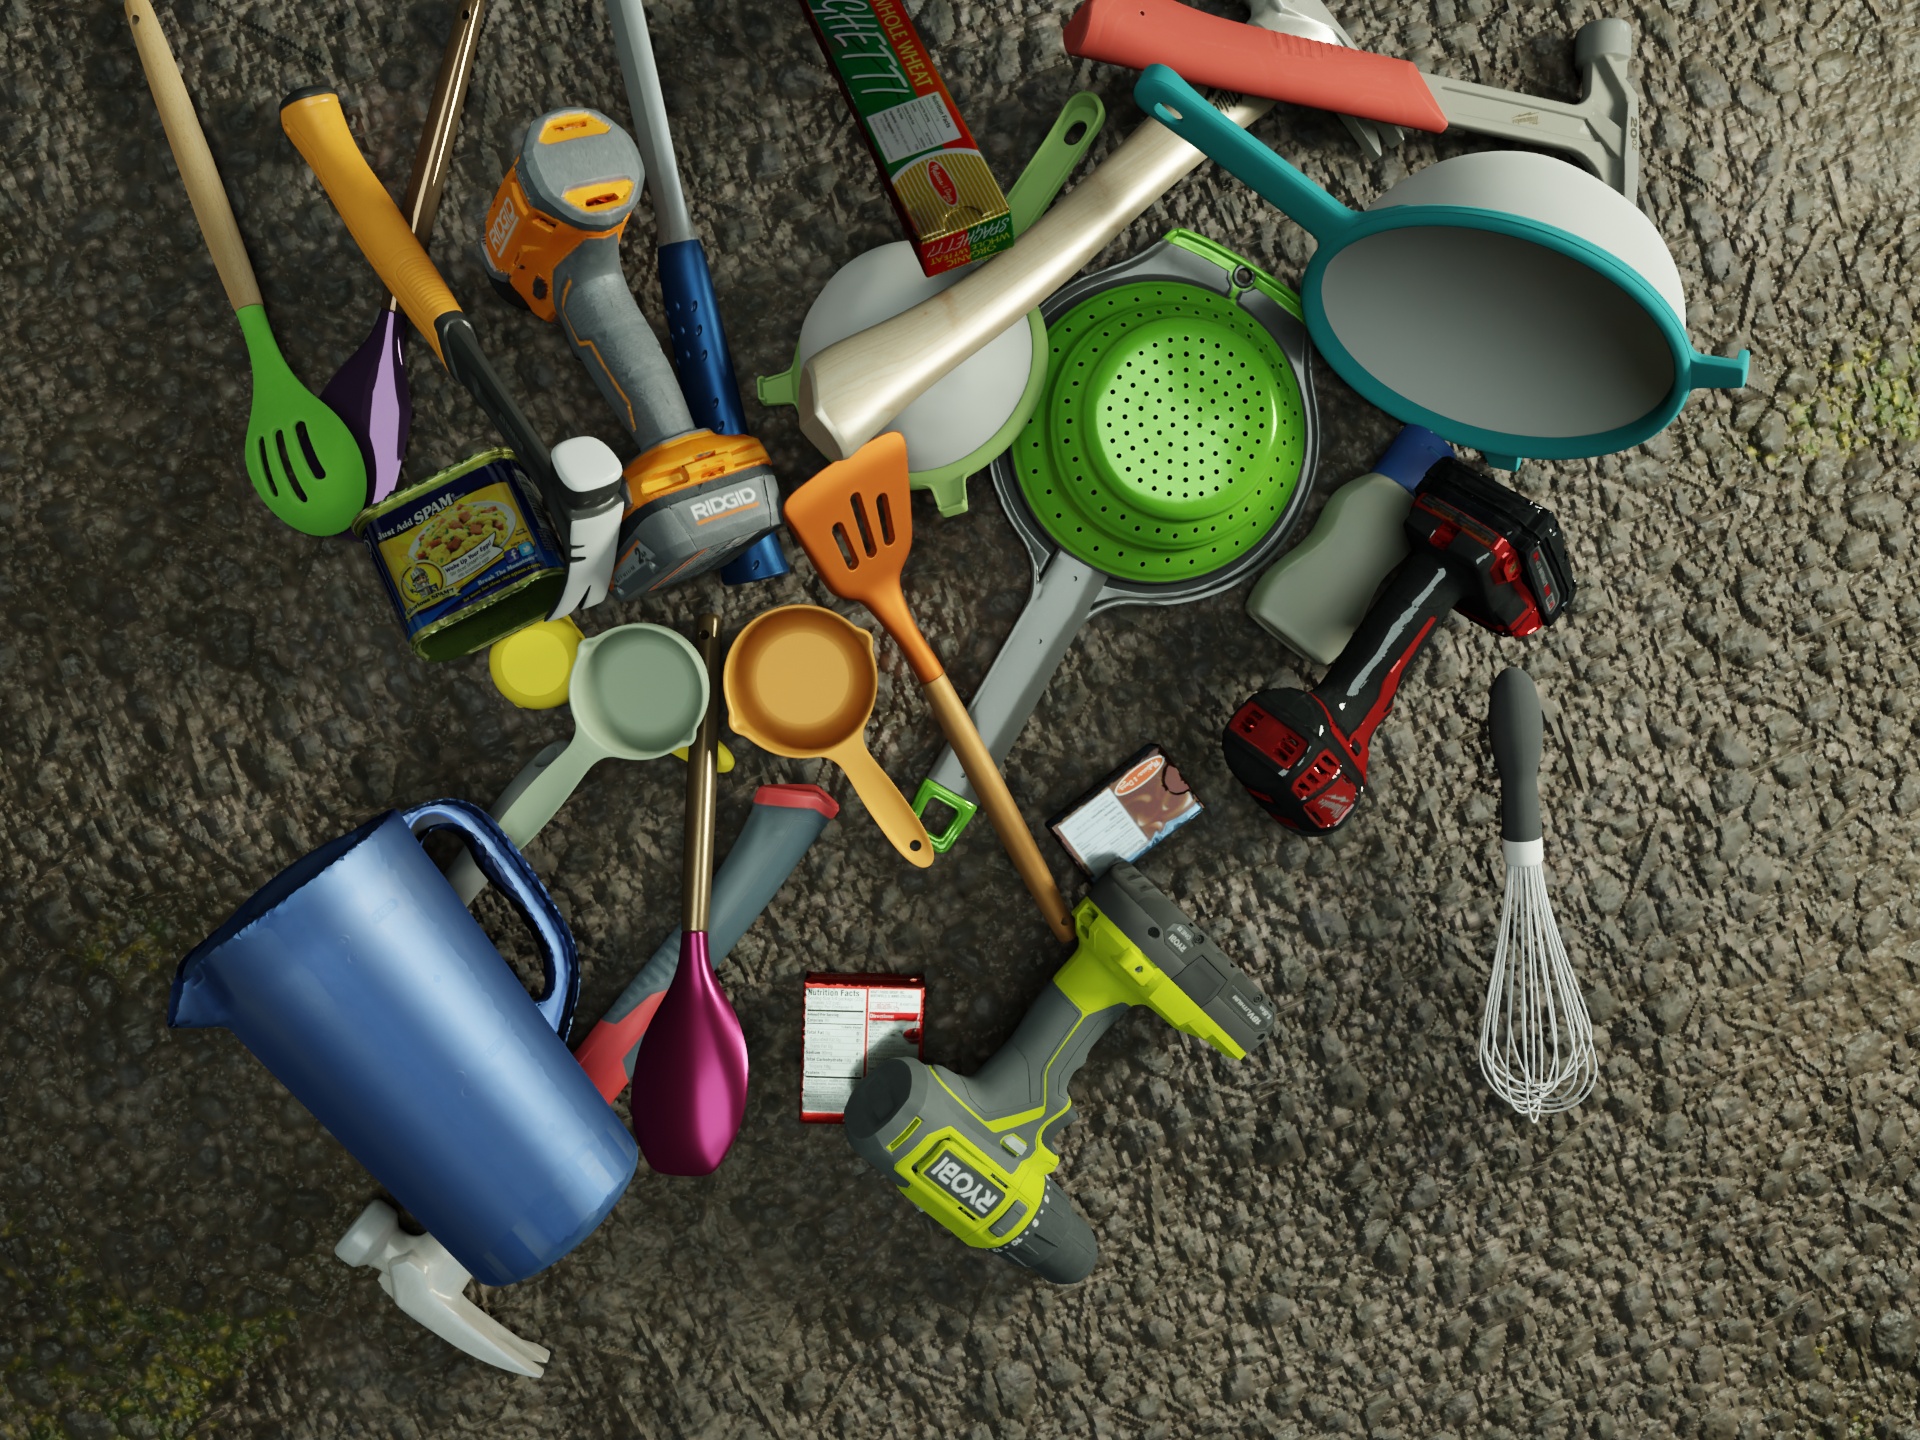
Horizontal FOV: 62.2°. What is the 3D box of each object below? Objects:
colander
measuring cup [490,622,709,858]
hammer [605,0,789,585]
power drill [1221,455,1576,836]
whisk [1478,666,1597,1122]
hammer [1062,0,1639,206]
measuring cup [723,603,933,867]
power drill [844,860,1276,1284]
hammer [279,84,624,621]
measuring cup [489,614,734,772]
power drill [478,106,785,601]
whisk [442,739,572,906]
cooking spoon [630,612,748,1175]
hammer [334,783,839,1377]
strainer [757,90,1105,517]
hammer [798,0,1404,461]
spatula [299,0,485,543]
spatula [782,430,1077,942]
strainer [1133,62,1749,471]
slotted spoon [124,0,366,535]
[{"bbox_3d":[0.078,-0.097,0.910,0.204,0.094,0.397,29,91,-6],"label":"colander"},{"bbox_3d":[-0.209,0.015,0.903,0.083,0.038,0.167,42,98,-5],"label":"measuring cup"},{"bbox_3d":[-0.165,-0.276,0.891,0.144,0.035,0.405,-6,101,27],"label":"hammer"},{"bbox_3d":[0.249,-0.028,0.915,0.219,0.143,0.079,-50,55,0],"label":"power drill"},{"bbox_3d":[0.336,0.106,0.944,0.070,0.070,0.284,-9,103,-4],"label":"whisk"},{"bbox_3d":[0.228,-0.345,0.889,0.359,0.037,0.149,3,89,-20],"label":"hammer"},{"bbox_3d":[-0.069,0.011,0.928,0.095,0.052,0.173,-35,98,-2],"label":"measuring cup"},{"bbox_3d":[0.070,0.214,0.930,0.228,0.080,0.190,-45,116,0],"label":"power drill"},{"bbox_3d":[-0.277,-0.210,0.847,0.034,0.127,0.337,-26,70,-29],"label":"hammer"},{"bbox_3d":[-0.202,-0.010,0.925,0.156,0.029,0.062,29,91,-4],"label":"measuring cup"},{"bbox_3d":[-0.187,-0.185,0.849,0.084,0.164,0.226,-24,93,-29],"label":"power drill"},{"bbox_3d":[-0.301,0.106,0.921,0.055,0.055,0.239,39,85,-6],"label":"whisk"},{"bbox_3d":[-0.151,0.094,0.905,0.069,0.017,0.319,-1,79,12],"label":"cooking spoon"},{"bbox_3d":[-0.190,0.202,0.938,0.143,0.038,0.386,39,90,-7],"label":"hammer"},{"bbox_3d":[-0.001,-0.252,0.881,0.151,0.069,0.256,34,90,18],"label":"strainer"},{"bbox_3d":[0.077,-0.267,0.865,0.411,0.038,0.146,-44,99,-19],"label":"hammer"},{"bbox_3d":[-0.319,-0.258,0.906,0.060,0.018,0.316,16,93,0],"label":"spatula"},{"bbox_3d":[-0.001,-0.003,0.888,0.081,0.041,0.322,-36,112,-22],"label":"spatula"},{"bbox_3d":[0.248,-0.270,0.852,0.340,0.211,0.095,31,75,-14],"label":"strainer"},{"bbox_3d":[-0.409,-0.254,0.891,0.070,0.031,0.314,-19,92,14],"label":"slotted spoon"}]
